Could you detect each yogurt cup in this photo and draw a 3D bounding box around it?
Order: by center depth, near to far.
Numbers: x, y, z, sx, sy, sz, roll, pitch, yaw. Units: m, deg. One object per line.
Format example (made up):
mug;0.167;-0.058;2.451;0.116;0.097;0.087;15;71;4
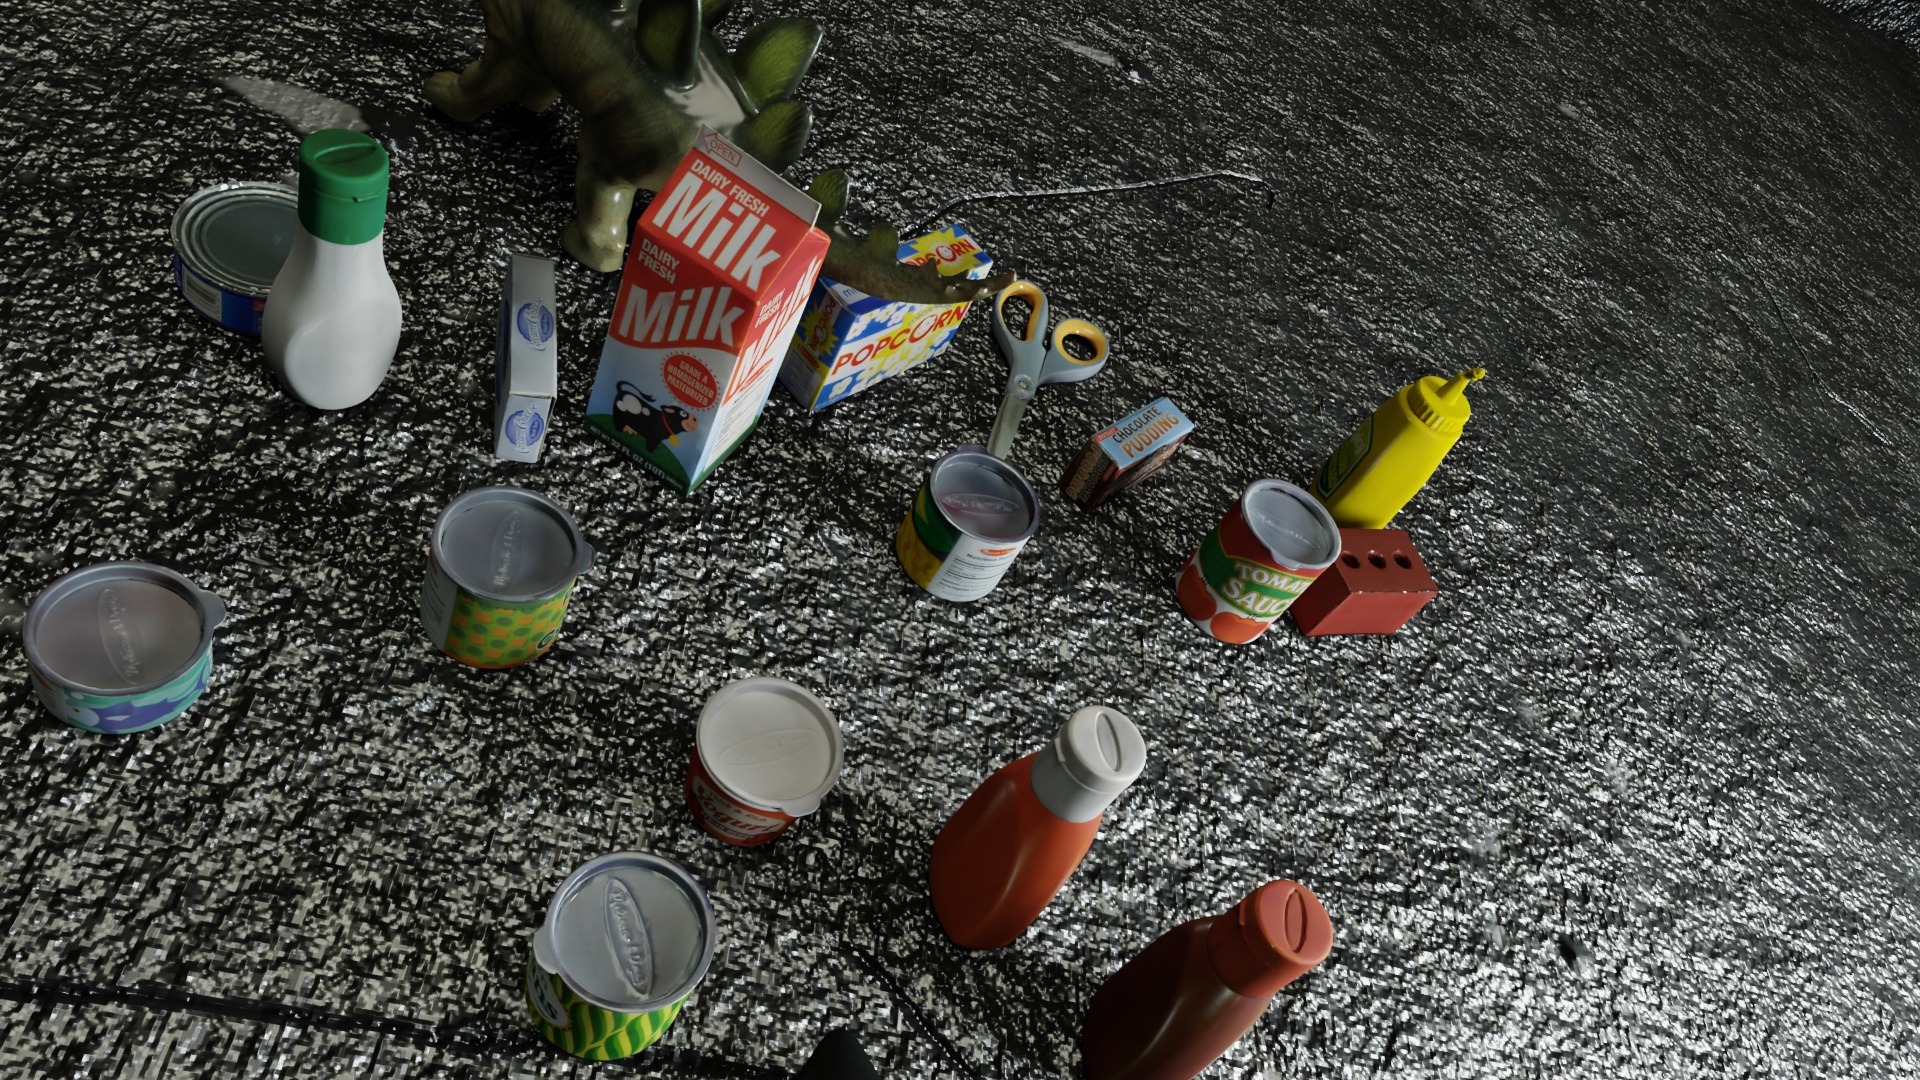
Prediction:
yogurt cup;-0.094;0.104;0.639;0.072;0.053;0.073;15;48;-17

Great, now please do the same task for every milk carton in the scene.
milk carton;-0.128;-0.119;0.713;0.072;0.189;0.074;34;45;2

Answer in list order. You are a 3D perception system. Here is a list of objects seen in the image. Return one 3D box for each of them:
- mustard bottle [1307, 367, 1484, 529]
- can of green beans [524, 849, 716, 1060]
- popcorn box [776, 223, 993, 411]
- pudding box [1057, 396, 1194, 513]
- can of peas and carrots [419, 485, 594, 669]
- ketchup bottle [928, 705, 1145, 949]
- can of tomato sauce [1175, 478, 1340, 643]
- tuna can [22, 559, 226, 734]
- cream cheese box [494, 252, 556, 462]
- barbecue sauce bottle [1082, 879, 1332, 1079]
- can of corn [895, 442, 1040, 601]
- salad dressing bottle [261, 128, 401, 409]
mustard bottle;0.285;-0.062;0.907;0.049;0.159;0.066;25;45;-7
can of green beans;-0.138;0.167;0.559;0.071;0.057;0.071;15;48;-17
popcorn box;-0.046;-0.137;0.846;0.038;0.084;0.127;46;47;13
pudding box;0.106;-0.055;0.883;0.084;0.049;0.030;-29;70;-41
can of peas and carrots;-0.211;0.018;0.645;0.071;0.058;0.071;15;48;-17
ketchup bottle;0.032;0.126;0.620;0.043;0.148;0.065;7;50;-23
can of tomato sauce;0.178;0.015;0.838;0.071;0.082;0.071;15;48;-17
tuna can;-0.342;0.043;0.572;0.071;0.032;0.071;15;48;-17
cream cheese box;-0.231;-0.097;0.736;0.024;0.053;0.104;6;51;-24
barbecue sauce bottle;0.104;0.194;0.602;0.044;0.147;0.065;25;46;-8
can of corn;0.003;-0.010;0.784;0.071;0.058;0.071;15;48;-17
salad dressing bottle;-0.296;-0.126;0.660;0.044;0.146;0.064;47;47;14
